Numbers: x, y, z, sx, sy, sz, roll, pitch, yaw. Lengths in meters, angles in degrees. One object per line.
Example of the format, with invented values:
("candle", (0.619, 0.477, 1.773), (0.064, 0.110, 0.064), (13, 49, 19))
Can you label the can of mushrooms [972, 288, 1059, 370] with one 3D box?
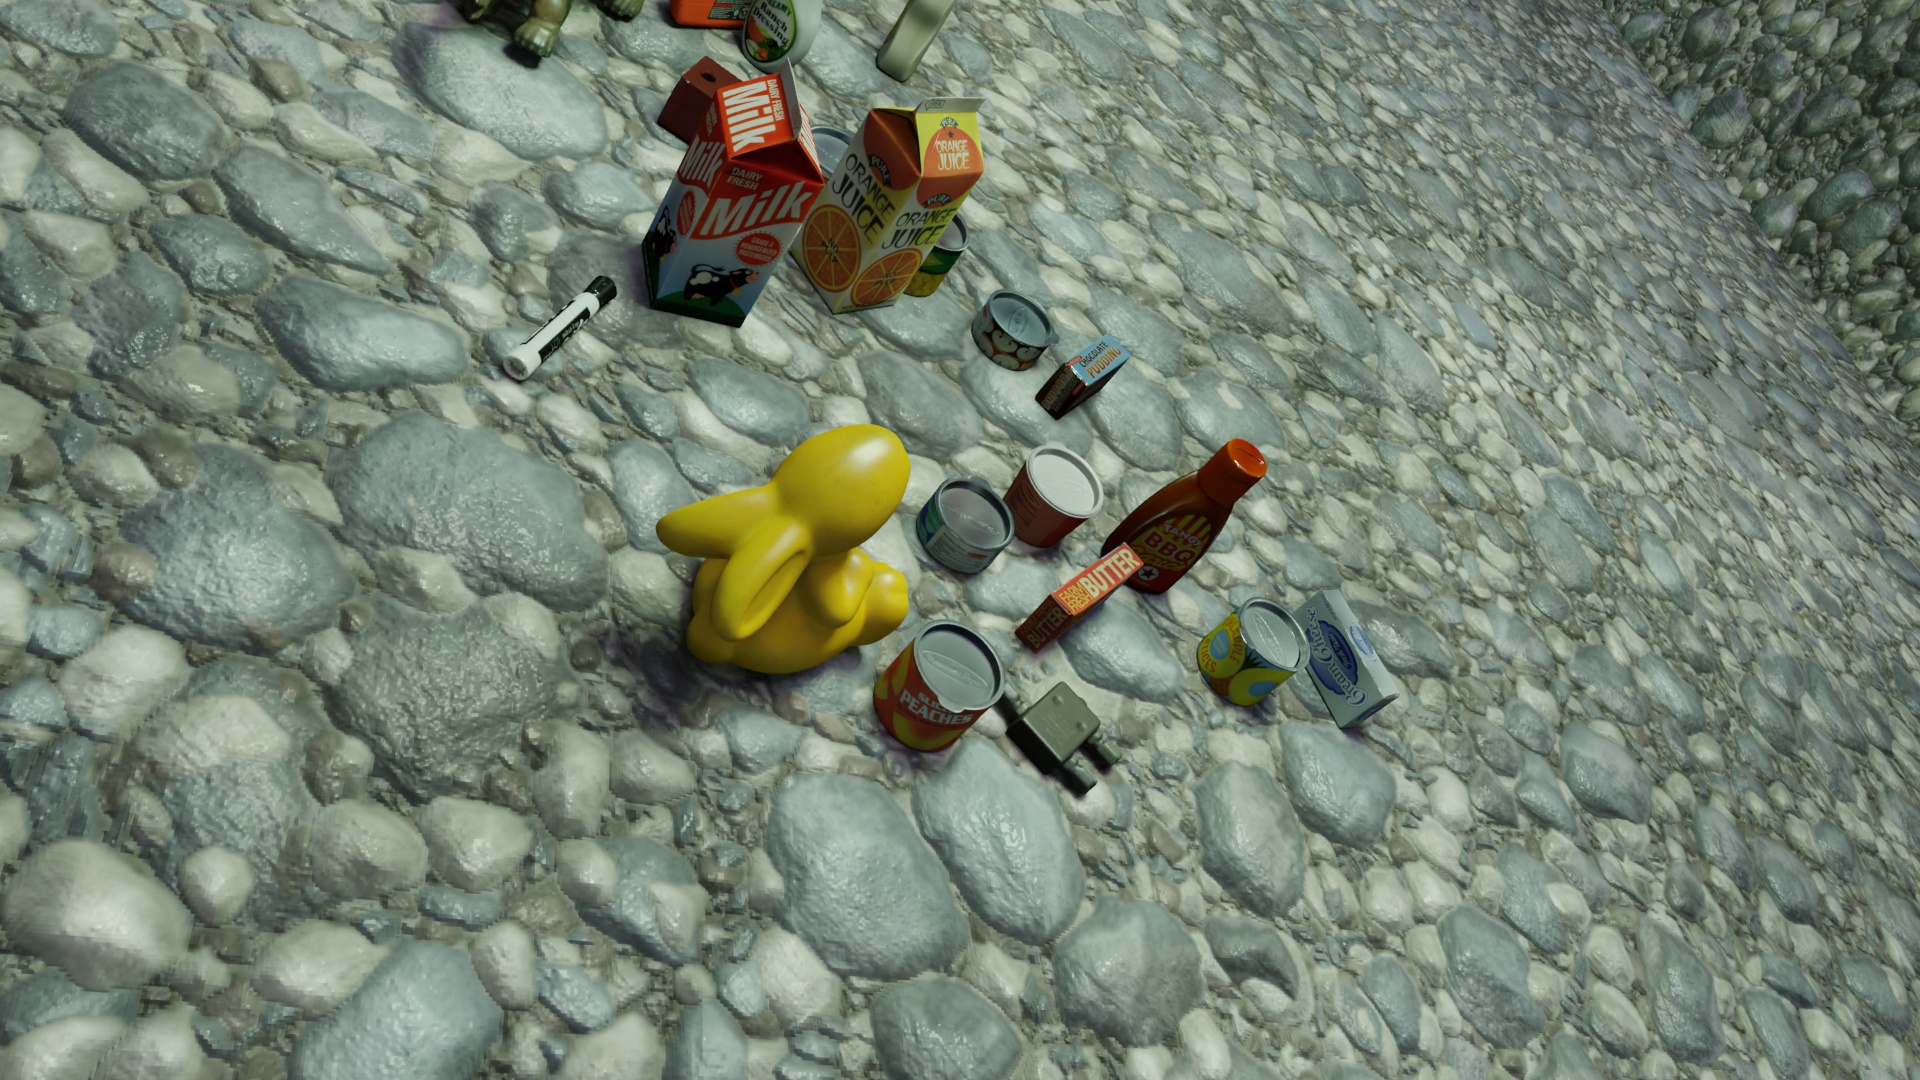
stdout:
("can of mushrooms", (0.047, -0.179, 1.190), (0.071, 0.033, 0.071), (20, 45, -22))

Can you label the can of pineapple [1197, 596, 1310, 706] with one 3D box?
("can of pineapple", (0.224, 0.086, 1.071), (0.071, 0.057, 0.071), (21, 45, -22))

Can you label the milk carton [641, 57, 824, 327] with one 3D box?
("milk carton", (-0.155, -0.244, 0.976), (0.073, 0.189, 0.072), (8, 50, -32))

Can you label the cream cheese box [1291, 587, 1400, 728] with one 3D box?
("cream cheese box", (0.308, 0.095, 1.129), (0.024, 0.053, 0.104), (-2, 56, -38))

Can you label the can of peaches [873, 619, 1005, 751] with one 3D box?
("can of peaches", (-0.015, 0.095, 0.884), (0.071, 0.057, 0.071), (21, 45, -22))

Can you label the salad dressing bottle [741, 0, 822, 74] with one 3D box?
("salad dressing bottle", (-0.144, -0.484, 1.229), (0.064, 0.147, 0.044), (47, 41, 7))

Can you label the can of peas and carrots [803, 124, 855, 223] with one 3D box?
("can of peas and carrots", (-0.113, -0.305, 1.161), (0.071, 0.058, 0.071), (21, 45, -22))

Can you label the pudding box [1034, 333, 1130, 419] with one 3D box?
("pudding box", (0.105, -0.141, 1.188), (0.030, 0.049, 0.084), (46, 41, 6))

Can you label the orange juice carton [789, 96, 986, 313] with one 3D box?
("orange juice carton", (-0.050, -0.269, 1.076), (0.072, 0.191, 0.073), (-19, 67, -45))

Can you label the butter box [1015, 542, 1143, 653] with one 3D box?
("butter box", (0.087, 0.041, 1.012), (0.024, 0.053, 0.104), (49, 42, 9))

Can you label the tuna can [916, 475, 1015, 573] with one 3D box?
("tuna can", (0.004, -0.013, 1.012), (0.071, 0.032, 0.071), (20, 45, -22))

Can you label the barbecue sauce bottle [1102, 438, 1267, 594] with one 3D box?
("barbecue sauce bottle", (0.173, -0.019, 1.056), (0.065, 0.147, 0.044), (26, 43, -17))

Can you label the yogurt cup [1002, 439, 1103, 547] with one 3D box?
("yogurt cup", (0.067, -0.031, 1.059), (0.072, 0.053, 0.073), (20, 45, -22))

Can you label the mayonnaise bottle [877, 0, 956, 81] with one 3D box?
("mayonnaise bottle", (-0.029, -0.519, 1.345), (0.041, 0.147, 0.065), (29, 42, -13))

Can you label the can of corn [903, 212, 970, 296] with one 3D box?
("can of corn", (-0.036, -0.249, 1.170), (0.071, 0.058, 0.071), (21, 45, -22))
